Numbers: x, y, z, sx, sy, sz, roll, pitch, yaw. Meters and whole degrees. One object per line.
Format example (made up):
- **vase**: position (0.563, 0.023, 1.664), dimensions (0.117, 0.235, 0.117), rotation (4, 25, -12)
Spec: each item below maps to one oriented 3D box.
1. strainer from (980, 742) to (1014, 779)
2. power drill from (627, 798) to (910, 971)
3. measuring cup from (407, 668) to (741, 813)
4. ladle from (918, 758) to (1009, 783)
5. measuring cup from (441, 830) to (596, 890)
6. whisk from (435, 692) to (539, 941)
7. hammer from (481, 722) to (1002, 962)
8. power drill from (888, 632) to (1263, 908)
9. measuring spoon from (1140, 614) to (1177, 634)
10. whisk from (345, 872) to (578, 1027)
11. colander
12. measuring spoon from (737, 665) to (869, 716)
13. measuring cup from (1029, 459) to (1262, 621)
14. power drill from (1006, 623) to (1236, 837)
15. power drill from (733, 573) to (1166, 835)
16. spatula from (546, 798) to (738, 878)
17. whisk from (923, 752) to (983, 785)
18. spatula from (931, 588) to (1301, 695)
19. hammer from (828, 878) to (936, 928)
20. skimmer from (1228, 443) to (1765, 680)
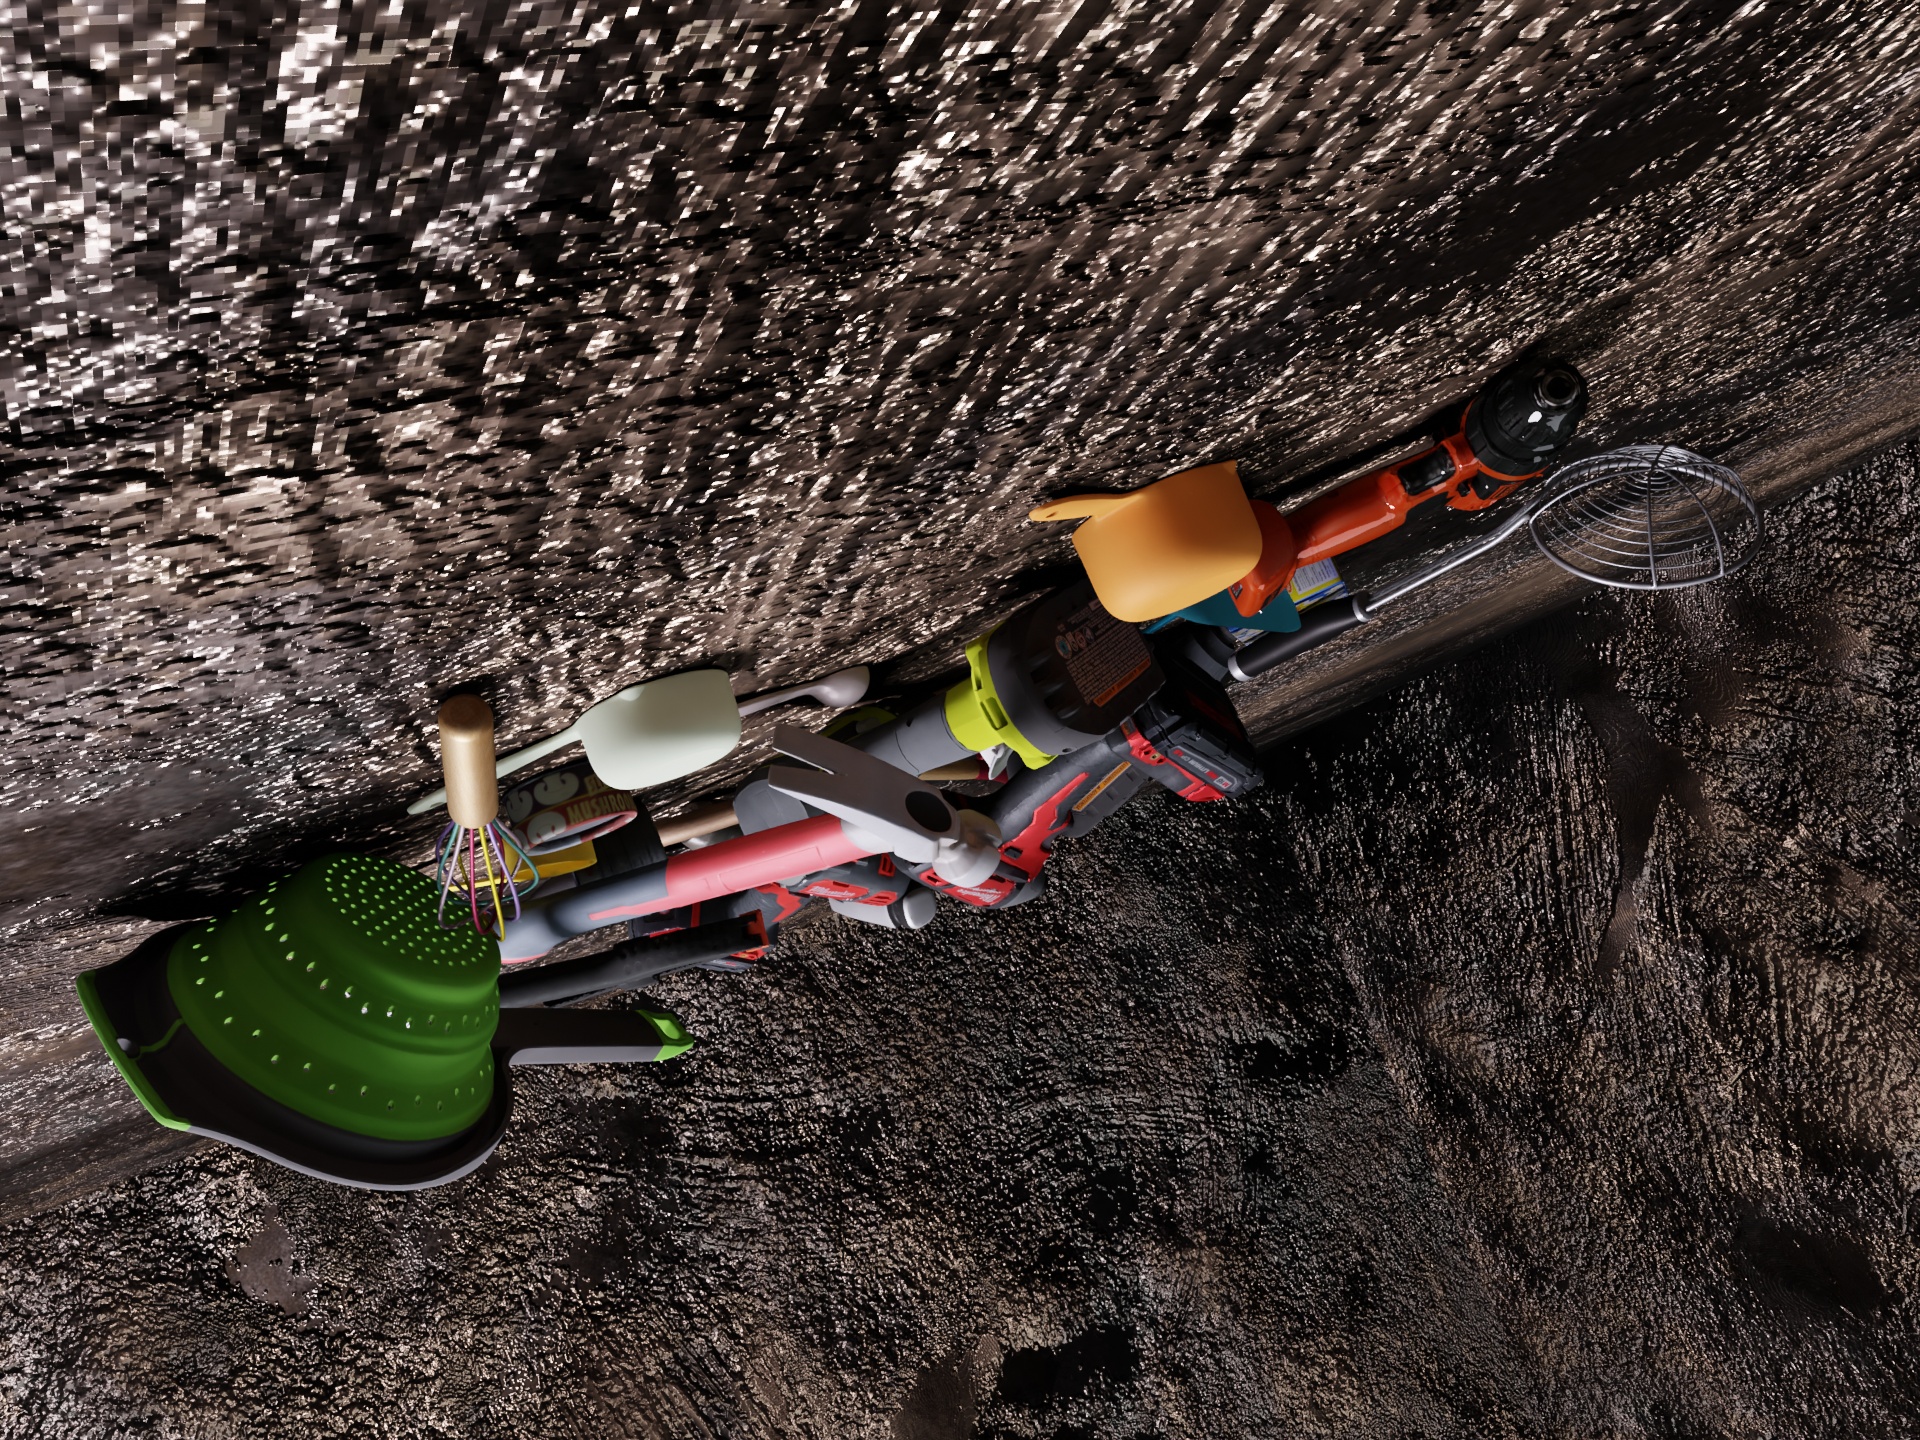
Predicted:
- **strainer**: position (0.063, -0.009, 1.226), dimensions (0.258, 0.050, 0.087), rotation (-19, 138, -64)
- **power drill**: position (-0.171, 0.121, 1.218), dimensions (0.187, 0.080, 0.226), rotation (18, 149, -37)
- **measuring cup**: position (-0.183, 0.024, 0.763), dimensions (0.167, 0.038, 0.083), rotation (-23, 172, 0)
- **ladle**: position (-0.009, 0.035, 1.206), dimensions (0.031, 0.069, 0.315), rotation (-10, 171, 43)
- **measuring cup**: position (-0.299, 0.086, 0.954), dimensions (0.156, 0.029, 0.062), rotation (-9, 170, -7)
- **whisk**: position (-0.219, 0.050, 0.727), dimensions (0.051, 0.047, 0.245), rotation (2, 155, -14)
- **hammer**: position (-0.166, 0.083, 0.874), dimensions (0.386, 0.038, 0.143), rotation (-18, 146, 40)
- **power drill**: position (0.073, 0.049, 1.023), dimensions (0.219, 0.079, 0.143), rotation (-34, 142, 21)
- **measuring spoon**: position (0.136, -0.076, 1.081), dimensions (0.128, 0.021, 0.042), rotation (-32, 172, 3)
- **whisk**: position (-0.351, 0.162, 1.129), dimensions (0.284, 0.070, 0.070), rotation (-28, 170, 28)
- **colander**: position (-0.263, 0.146, 0.878), dimensions (0.094, 0.205, 0.396), rotation (-55, 150, 10)
- **measuring spoon**: position (-0.098, -0.006, 0.867), dimensions (0.124, 0.018, 0.034), rotation (-19, 172, -39)
- **measuring cup**: position (0.084, -0.080, 0.749), dimensions (0.095, 0.052, 0.173), rotation (-27, 173, 30)
- **power drill**: position (0.129, -0.005, 1.181), dimensions (0.171, 0.080, 0.223), rotation (-45, 175, 22)
- **power drill**: position (-0.001, -0.003, 0.922), dimensions (0.228, 0.080, 0.190), rotation (-26, -175, 34)
- **spatula**: position (-0.142, 0.057, 1.076), dimensions (0.316, 0.018, 0.060), rotation (-18, -159, 9)
- **whisk**: position (0.028, 0.030, 1.340), dimensions (0.295, 0.073, 0.073), rotation (-13, 169, -22)
- **spatula**: position (0.061, -0.033, 1.043), dimensions (0.317, 0.044, 0.082), rotation (-23, 151, 14)
- **hammer**: position (0.042, 0.089, 1.355), dimensions (0.337, 0.034, 0.127), rotation (-25, -162, -36)
- **skimmer**: position (0.329, -0.078, 1.041), dimensions (0.363, 0.090, 0.127), rotation (-30, -159, 48)
